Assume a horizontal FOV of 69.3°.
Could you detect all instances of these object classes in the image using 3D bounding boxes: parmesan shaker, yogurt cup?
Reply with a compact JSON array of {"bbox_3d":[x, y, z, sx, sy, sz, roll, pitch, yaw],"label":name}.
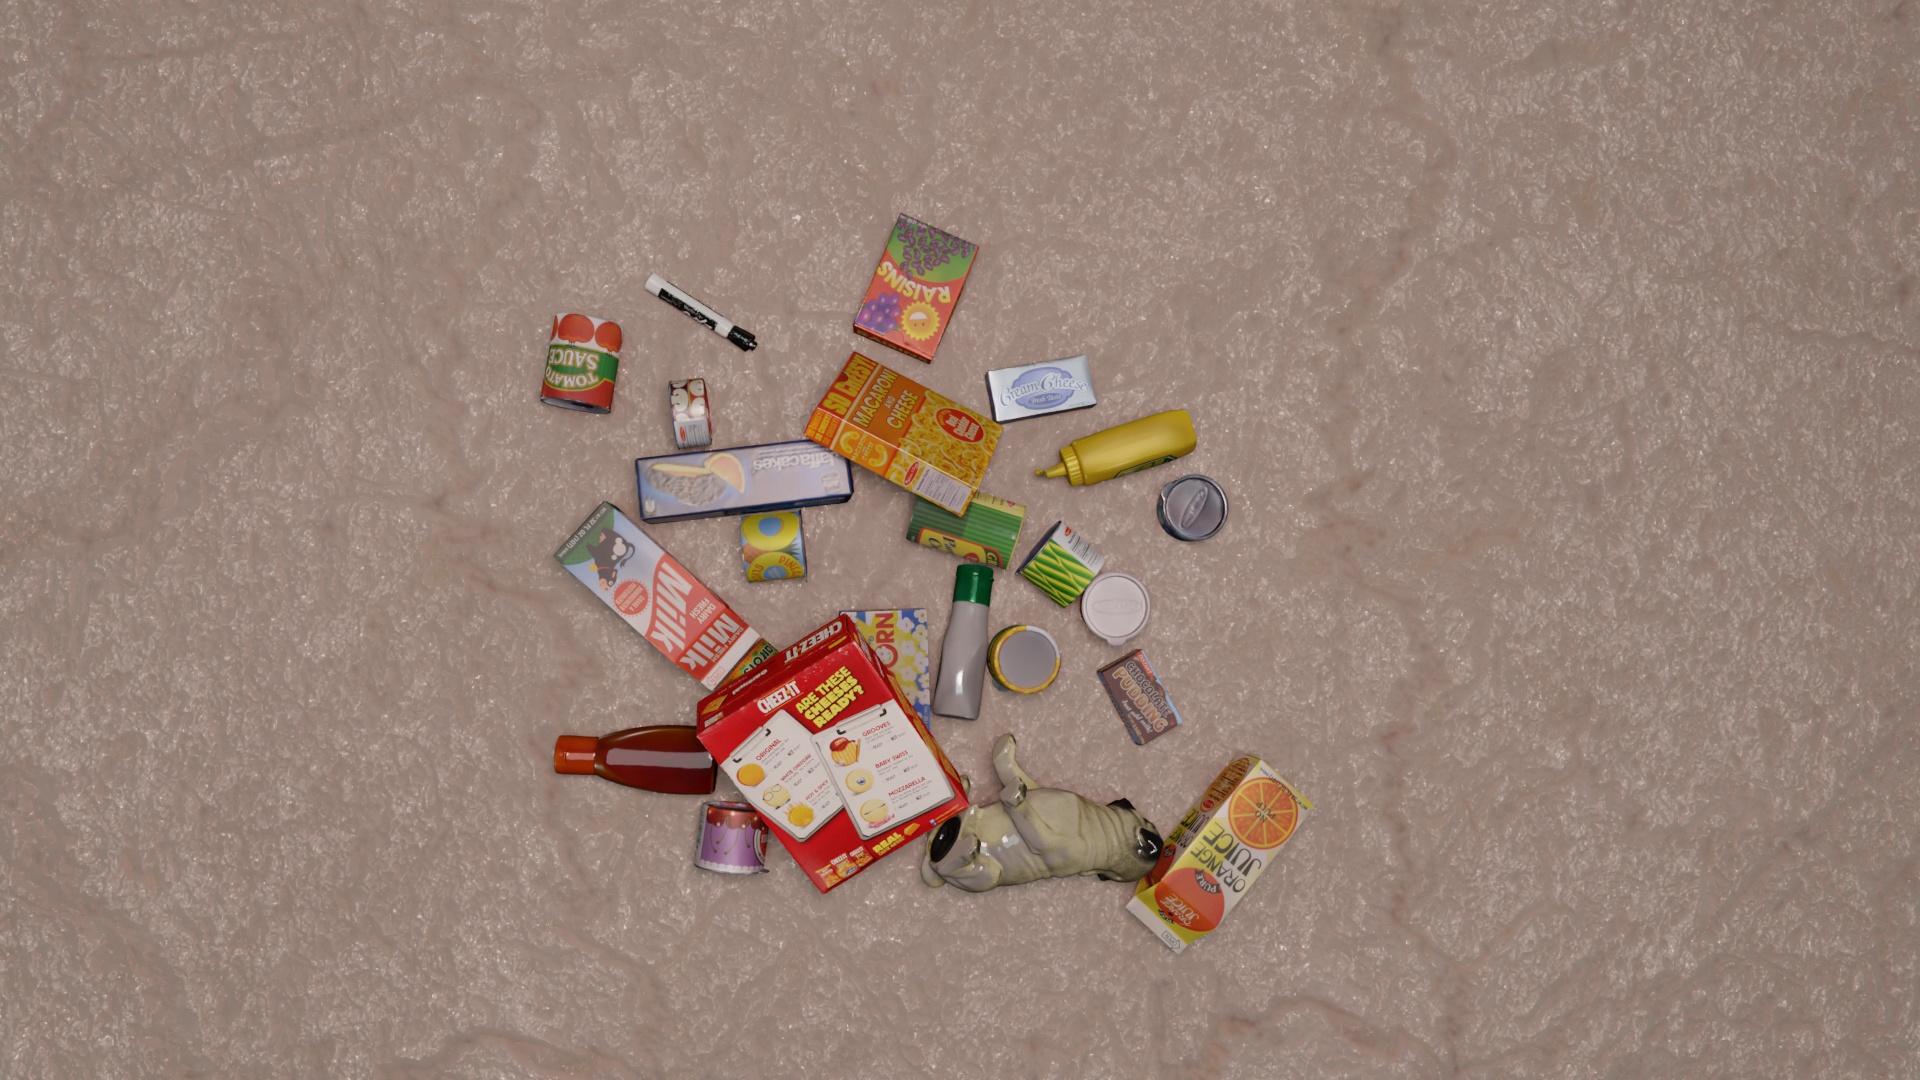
[{"bbox_3d":[0.005,-0.017,1.345,0.103,0.071,0.071,17,85,-1],"label":"parmesan shaker"},{"bbox_3d":[0.148,0.065,1.360,0.072,0.054,0.072,0,86,-6],"label":"yogurt cup"}]

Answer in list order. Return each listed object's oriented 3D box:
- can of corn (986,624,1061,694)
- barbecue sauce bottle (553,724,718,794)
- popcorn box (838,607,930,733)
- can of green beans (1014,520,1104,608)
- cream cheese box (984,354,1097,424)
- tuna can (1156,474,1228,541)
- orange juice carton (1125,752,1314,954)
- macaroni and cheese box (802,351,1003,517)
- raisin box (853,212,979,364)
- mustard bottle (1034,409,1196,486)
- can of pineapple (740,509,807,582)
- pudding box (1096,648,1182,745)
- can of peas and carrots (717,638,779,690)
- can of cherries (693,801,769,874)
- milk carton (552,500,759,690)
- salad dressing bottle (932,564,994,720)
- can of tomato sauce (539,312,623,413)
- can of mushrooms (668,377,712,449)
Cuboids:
[{"bbox_3d":[0.060,0.117,1.346,0.071,0.058,0.071,0,86,-6],"label":"can of corn"},{"bbox_3d":[-0.305,0.205,1.311,0.149,0.043,0.065,3,86,-5],"label":"barbecue sauce bottle"},{"bbox_3d":[-0.073,0.129,1.341,0.085,0.038,0.126,-2,86,-6],"label":"popcorn box"},{"bbox_3d":[0.098,0.024,1.352,0.058,0.071,0.071,40,84,-3],"label":"can of green beans"},{"bbox_3d":[0.079,-0.150,1.382,0.104,0.024,0.053,-11,86,-7],"label":"cream cheese box"},{"bbox_3d":[0.229,-0.033,1.385,0.071,0.033,0.071,0,86,-6],"label":"tuna can"},{"bbox_3d":[0.246,0.303,1.345,0.072,0.073,0.193,41,84,-2],"label":"orange juice carton"},{"bbox_3d":[-0.051,-0.105,1.320,0.166,0.124,0.040,27,125,-4],"label":"macaroni and cheese box"},{"bbox_3d":[-0.044,-0.247,1.369,0.086,0.040,0.123,23,85,-5],"label":"raisin box"},{"bbox_3d":[0.150,-0.085,1.368,0.160,0.065,0.049,-18,83,-1],"label":"mustard bottle"},{"bbox_3d":[-0.177,0.007,1.324,0.058,0.071,0.071,-6,87,-5],"label":"can of pineapple"},{"bbox_3d":[0.177,0.154,1.369,0.050,0.030,0.083,-28,90,-8],"label":"pudding box"},{"bbox_3d":[-0.186,0.134,1.314,0.059,0.071,0.071,40,84,-2],"label":"can of peas and carrots"},{"bbox_3d":[-0.211,0.279,1.304,0.071,0.071,0.058,7,85,-5],"label":"can of cherries"},{"bbox_3d":[-0.283,0.053,1.307,0.190,0.073,0.072,41,84,-2],"label":"milk carton"},{"bbox_3d":[0.005,0.098,1.343,0.044,0.064,0.148,5,77,16],"label":"salad dressing bottle"},{"bbox_3d":[-0.359,-0.168,1.316,0.071,0.071,0.083,9,85,-5],"label":"can of tomato sauce"},{"bbox_3d":[-0.258,-0.123,1.326,0.033,0.071,0.071,-7,87,-6],"label":"can of mushrooms"}]
